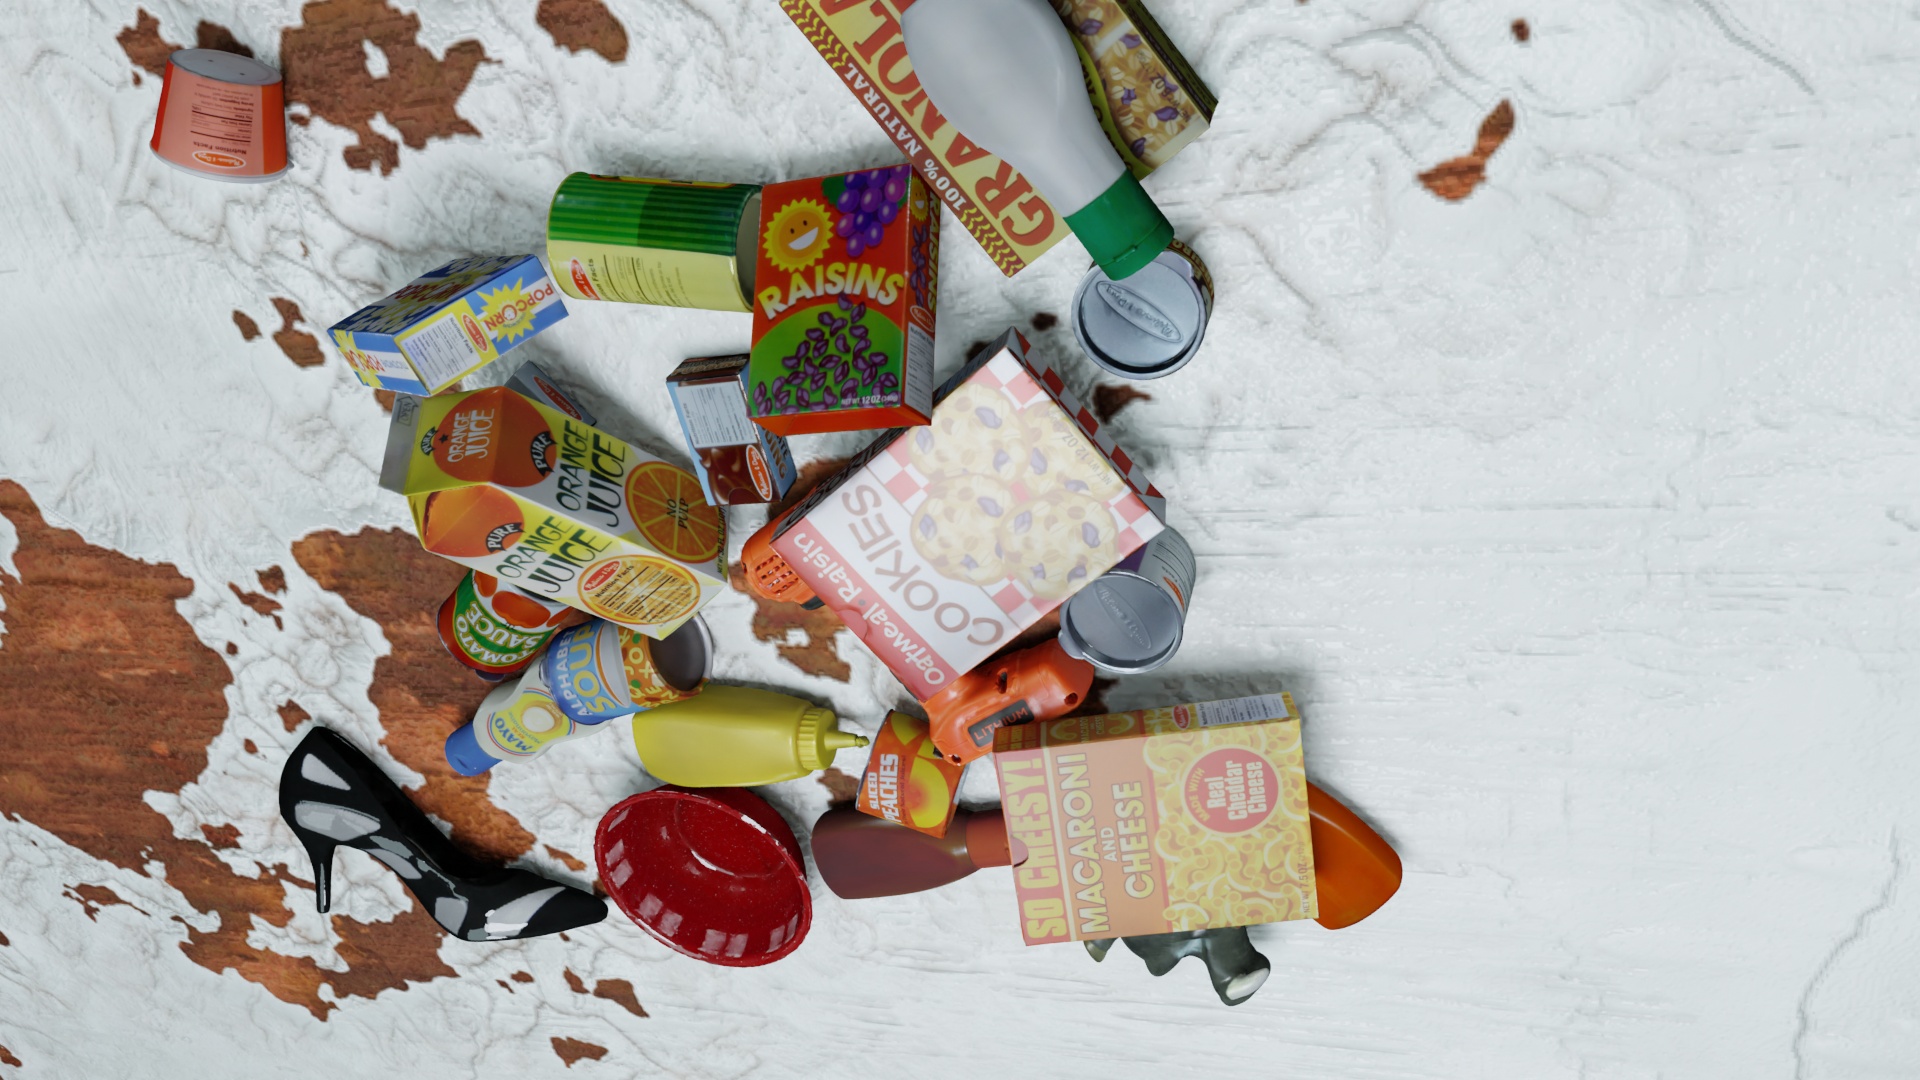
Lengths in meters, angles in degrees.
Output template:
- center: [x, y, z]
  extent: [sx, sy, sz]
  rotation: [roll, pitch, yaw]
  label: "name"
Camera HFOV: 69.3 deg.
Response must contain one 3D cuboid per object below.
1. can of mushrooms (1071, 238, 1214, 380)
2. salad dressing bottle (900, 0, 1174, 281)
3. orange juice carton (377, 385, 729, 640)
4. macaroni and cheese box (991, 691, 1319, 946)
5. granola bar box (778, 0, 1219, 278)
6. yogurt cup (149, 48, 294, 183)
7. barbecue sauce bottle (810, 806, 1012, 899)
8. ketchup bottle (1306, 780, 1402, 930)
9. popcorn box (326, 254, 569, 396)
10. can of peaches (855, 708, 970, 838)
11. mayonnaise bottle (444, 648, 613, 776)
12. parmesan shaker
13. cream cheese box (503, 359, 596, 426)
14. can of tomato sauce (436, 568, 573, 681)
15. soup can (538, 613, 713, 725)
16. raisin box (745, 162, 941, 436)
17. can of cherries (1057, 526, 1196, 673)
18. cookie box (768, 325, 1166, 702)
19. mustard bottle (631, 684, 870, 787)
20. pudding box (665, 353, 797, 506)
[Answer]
- center: [0.091, -0.117, 0.680]
  extent: [0.071, 0.034, 0.070]
  rotation: [9, 123, 14]
  label: "can of mushrooms"
- center: [0.036, -0.180, 0.604]
  extent: [0.064, 0.044, 0.147]
  rotation: [-31, 109, 29]
  label: "salad dressing bottle"
- center: [-0.227, -0.019, 0.776]
  extent: [0.192, 0.072, 0.072]
  rotation: [27, 131, -35]
  label: "orange juice carton"
- center: [0.108, 0.156, 0.775]
  extent: [0.166, 0.040, 0.123]
  rotation: [-8, 105, 6]
  label: "macaroni and cheese box"
- center: [0.018, -0.222, 0.635]
  extent: [0.124, 0.039, 0.165]
  rotation: [-33, 106, 31]
  label: "granola bar box"
- center: [-0.401, -0.232, 0.756]
  extent: [0.072, 0.073, 0.053]
  rotation: [22, 117, 4]
  label: "yogurt cup"
- center: [-0.022, 0.200, 0.911]
  extent: [0.148, 0.044, 0.064]
  rotation: [-12, 117, 24]
  label: "barbecue sauce bottle"
- center: [0.188, 0.164, 0.818]
  extent: [0.148, 0.044, 0.064]
  rotation: [41, 118, -9]
  label: "ketchup bottle"
- center: [-0.275, -0.116, 0.740]
  extent: [0.126, 0.085, 0.038]
  rotation: [12, 135, 51]
  label: "popcorn box"
- center: [-0.028, 0.146, 0.862]
  extent: [0.058, 0.071, 0.070]
  rotation: [18, 125, 6]
  label: "can of peaches"
- center: [-0.297, 0.122, 0.955]
  extent: [0.147, 0.041, 0.064]
  rotation: [-29, 110, 30]
  label: "mayonnaise bottle"
- center: [-0.150, -0.153, 0.721]
  extent: [0.103, 0.072, 0.071]
  rotation: [7, 123, 13]
  label: "parmesan shaker"
- center: [-0.271, -0.058, 0.844]
  extent: [0.053, 0.024, 0.103]
  rotation: [45, 124, -10]
  label: "cream cheese box"
- center: [-0.283, 0.038, 0.880]
  extent: [0.071, 0.071, 0.082]
  rotation: [41, 124, -9]
  label: "can of tomato sauce"
- center: [-0.211, 0.077, 0.880]
  extent: [0.083, 0.072, 0.071]
  rotation: [-18, 114, 26]
  label: "soup can"
- center: [-0.056, -0.117, 0.683]
  extent: [0.086, 0.040, 0.123]
  rotation: [-3, 78, 23]
  label: "raisin box"
- center: [0.090, 0.030, 0.758]
  extent: [0.071, 0.059, 0.071]
  rotation: [8, 124, 13]
  label: "can of cherries"
- center: [0.003, -0.009, 0.717]
  extent: [0.167, 0.040, 0.123]
  rotation: [-38, 104, 21]
  label: "cookie box"
- center: [-0.131, 0.127, 0.899]
  extent: [0.160, 0.049, 0.065]
  rotation: [0, 120, 18]
  label: "mustard bottle"
- center: [-0.130, -0.062, 0.791]
  extent: [0.049, 0.030, 0.083]
  rotation: [-4, 120, 20]
  label: "pudding box"
